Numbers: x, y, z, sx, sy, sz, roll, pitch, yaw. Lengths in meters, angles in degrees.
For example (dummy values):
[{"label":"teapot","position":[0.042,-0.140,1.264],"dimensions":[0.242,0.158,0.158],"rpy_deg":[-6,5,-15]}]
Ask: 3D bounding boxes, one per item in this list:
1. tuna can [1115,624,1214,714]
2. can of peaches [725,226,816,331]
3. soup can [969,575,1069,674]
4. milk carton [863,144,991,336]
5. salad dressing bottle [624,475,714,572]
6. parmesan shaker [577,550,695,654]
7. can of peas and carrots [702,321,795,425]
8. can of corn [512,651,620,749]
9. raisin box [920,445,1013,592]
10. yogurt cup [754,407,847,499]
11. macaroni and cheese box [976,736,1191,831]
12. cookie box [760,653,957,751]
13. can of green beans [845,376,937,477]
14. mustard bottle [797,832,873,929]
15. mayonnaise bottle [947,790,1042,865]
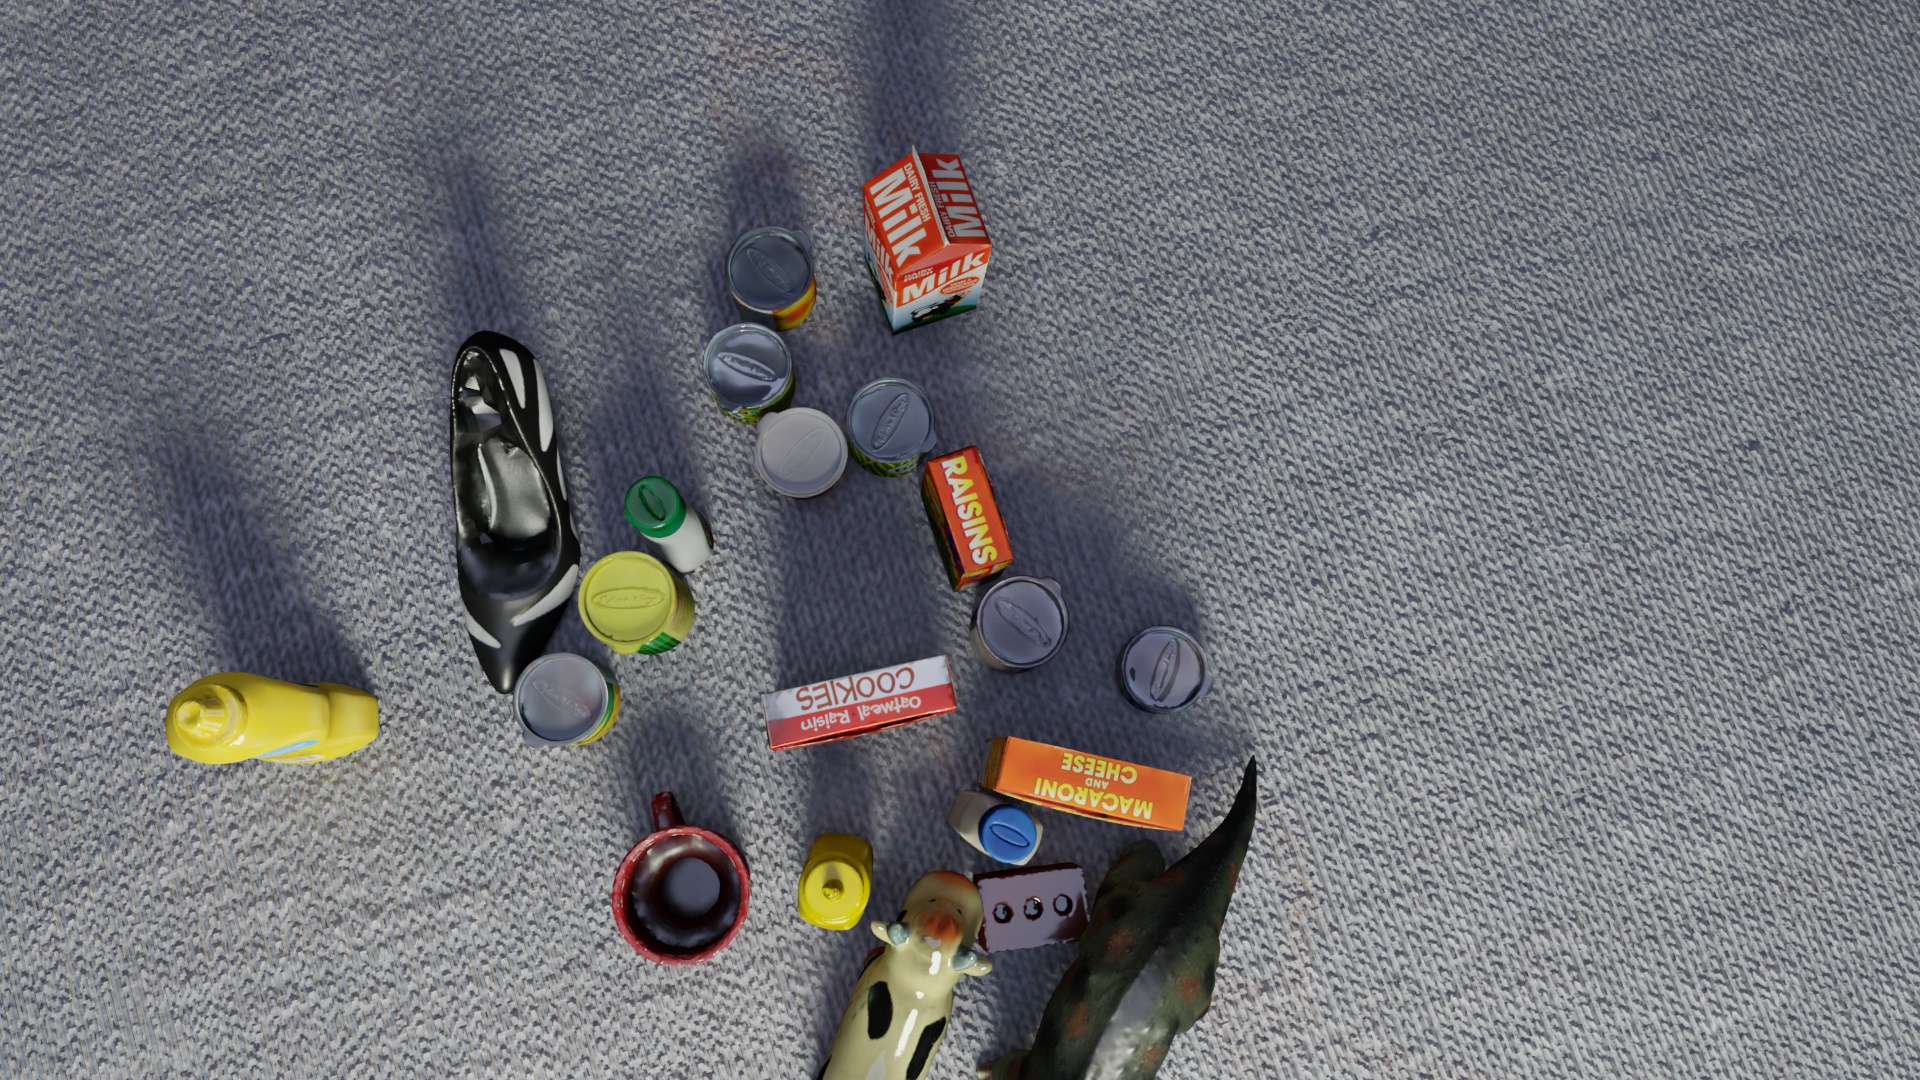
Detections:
[{"label":"tuna can","position":[0.154,0.099,1.047],"dimensions":[0.071,0.032,0.071],"rpy_deg":[1,81,-4]},{"label":"can of peaches","position":[-0.142,-0.200,1.064],"dimensions":[0.071,0.058,0.071],"rpy_deg":[1,81,-4]},{"label":"soup can","position":[0.043,0.062,1.020],"dimensions":[0.071,0.083,0.071],"rpy_deg":[1,81,-4]},{"label":"milk carton","position":[-0.026,-0.217,1.007],"dimensions":[0.073,0.190,0.072],"rpy_deg":[-19,83,-6]},{"label":"salad dressing bottle","position":[-0.207,-0.014,0.984],"dimensions":[0.044,0.147,0.064],"rpy_deg":[-32,85,-8]},{"label":"parmesan shaker","position":[-0.230,0.050,0.995],"dimensions":[0.071,0.103,0.071],"rpy_deg":[1,81,-4]},{"label":"can of peas and carrots","position":[-0.159,-0.123,1.050],"dimensions":[0.071,0.058,0.071],"rpy_deg":[1,81,-4]},{"label":"can of corn","position":[-0.284,0.118,1.003],"dimensions":[0.071,0.058,0.071],"rpy_deg":[1,81,-4]},{"label":"raisin box","position":[0.004,-0.013,1.010],"dimensions":[0.040,0.123,0.086],"rpy_deg":[-17,83,-6]},{"label":"yogurt cup","position":[-0.119,-0.062,1.045],"dimensions":[0.072,0.054,0.072],"rpy_deg":[1,81,-4]},{"label":"macaroni and cheese box","position":[0.081,0.168,0.964],"dimensions":[0.124,0.166,0.040],"rpy_deg":[13,81,-2]},{"label":"cookie box","position":[-0.069,0.115,0.962],"dimensions":[0.123,0.167,0.040],"rpy_deg":[-12,82,-5]},{"label":"can of green beans","position":[-0.054,-0.085,1.051],"dimensions":[0.071,0.057,0.071],"rpy_deg":[1,81,-4]},{"label":"mustard bottle","position":[-0.085,0.235,0.945],"dimensions":[0.049,0.160,0.065],"rpy_deg":[12,81,-2]},{"label":"mayonnaise bottle","position":[0.026,0.200,0.964],"dimensions":[0.065,0.148,0.041],"rpy_deg":[26,81,1]}]
